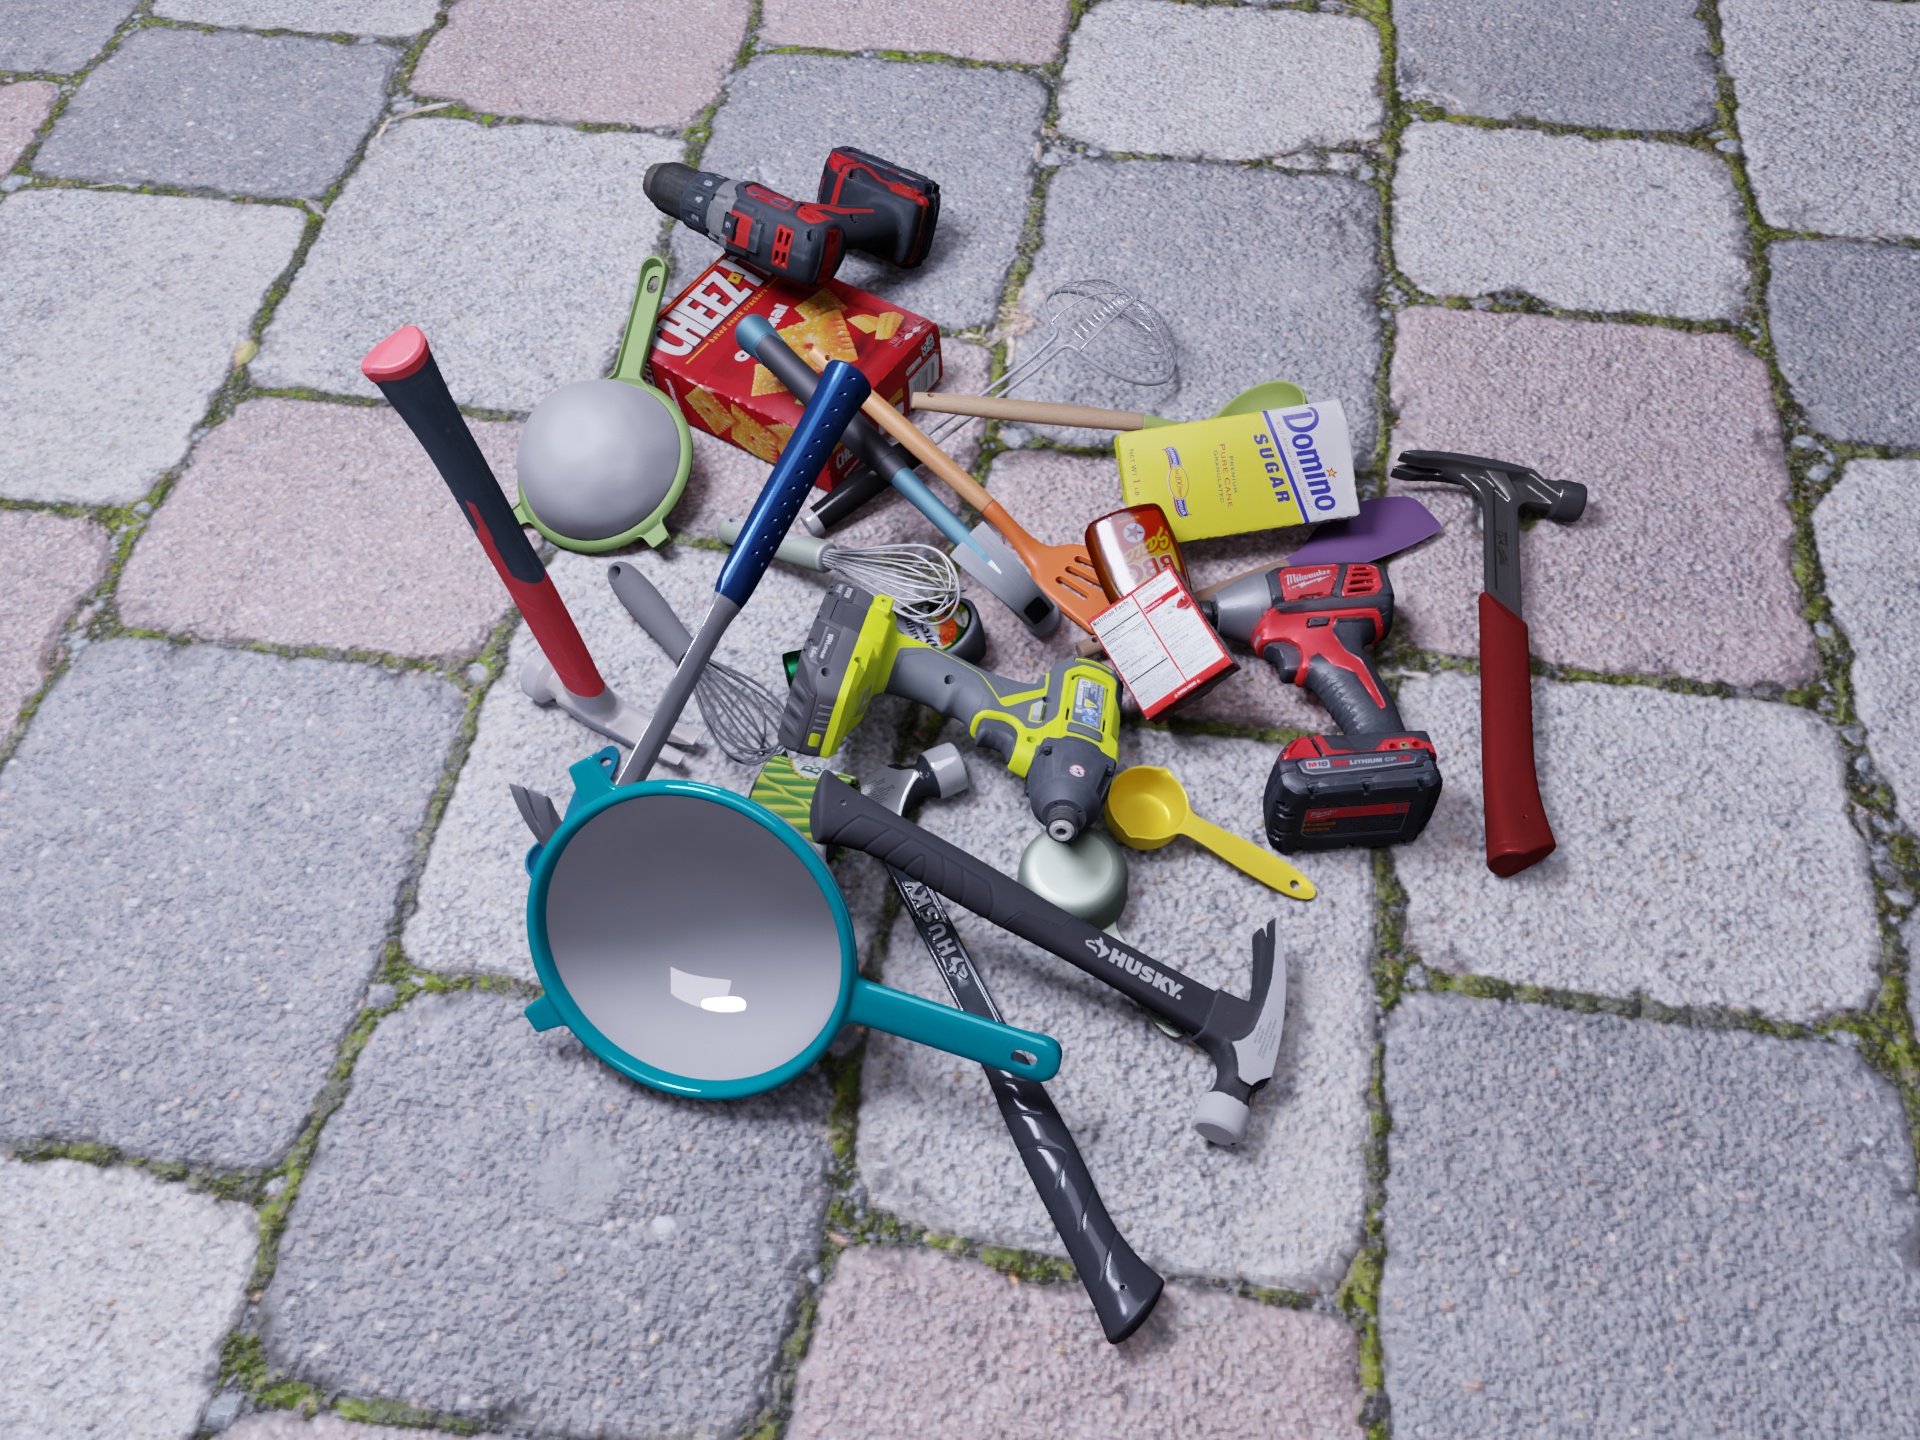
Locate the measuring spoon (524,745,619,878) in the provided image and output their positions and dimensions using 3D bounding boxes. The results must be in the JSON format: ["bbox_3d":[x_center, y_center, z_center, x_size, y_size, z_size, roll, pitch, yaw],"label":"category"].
[{"bbox_3d":[-0.267,0.070,1.122,0.042,0.021,0.129,9,47,9],"label":"measuring spoon"}]

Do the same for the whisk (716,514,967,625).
[{"bbox_3d":[-0.095,-0.122,1.197,0.246,0.059,0.058,19,25,35],"label":"whisk"}]

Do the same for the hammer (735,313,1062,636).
[{"bbox_3d":[-0.053,-0.190,1.192,0.033,0.128,0.331,-45,74,4],"label":"hammer"}]

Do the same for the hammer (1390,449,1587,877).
[{"bbox_3d":[0.389,-0.052,1.165,0.149,0.036,0.359,10,57,1],"label":"hammer"}]

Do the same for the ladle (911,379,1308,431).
[{"bbox_3d":[0.122,-0.250,1.270,0.320,0.062,0.078,4,45,-9],"label":"ladle"}]

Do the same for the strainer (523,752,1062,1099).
[{"bbox_3d":[-0.095,0.143,0.993,0.340,0.211,0.095,17,20,5],"label":"strainer"}]

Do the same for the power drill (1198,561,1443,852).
[{"bbox_3d":[0.252,-0.020,1.131,0.143,0.078,0.220,-4,53,-1],"label":"power drill"}]

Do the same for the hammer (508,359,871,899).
[{"bbox_3d":[-0.166,-0.074,1.081,0.035,0.143,0.406,14,70,33],"label":"hammer"}]

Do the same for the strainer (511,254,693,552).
[{"bbox_3d":[-0.281,-0.263,1.263,0.151,0.069,0.256,9,78,15],"label":"strainer"}]

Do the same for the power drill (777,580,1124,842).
[{"bbox_3d":[-0.002,-0.003,1.079,0.223,0.080,0.171,18,36,-3],"label":"power drill"}]

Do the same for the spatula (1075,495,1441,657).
[{"bbox_3d":[0.229,-0.111,1.226,0.316,0.018,0.060,-23,54,-15],"label":"spatula"}]

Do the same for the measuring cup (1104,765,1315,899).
[{"bbox_3d":[0.170,0.086,1.095,0.156,0.029,0.062,29,61,6],"label":"measuring cup"}]

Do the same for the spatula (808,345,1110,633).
[{"bbox_3d":[0.007,-0.188,1.239,0.322,0.041,0.081,42,64,2],"label":"spatula"}]

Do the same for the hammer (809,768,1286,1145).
[{"bbox_3d":[0.054,0.123,1.001,0.335,0.035,0.146,29,58,-1],"label":"hammer"}]

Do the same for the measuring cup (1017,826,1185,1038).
[{"bbox_3d":[0.098,0.136,1.047,0.083,0.038,0.168,-26,57,-16],"label":"measuring cup"}]

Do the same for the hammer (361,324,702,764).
[{"bbox_3d":[-0.270,-0.096,1.007,0.143,0.386,0.038,24,65,18],"label":"hammer"}]

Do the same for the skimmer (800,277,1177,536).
[{"bbox_3d":[0.024,-0.250,1.321,0.363,0.090,0.127,-37,70,-10],"label":"skimmer"}]

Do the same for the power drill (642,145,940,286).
[{"bbox_3d":[-0.142,-0.440,1.367,0.188,0.080,0.227,28,33,19],"label":"power drill"}]

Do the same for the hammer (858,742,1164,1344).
[{"bbox_3d":[0.012,0.197,1.012,0.149,0.036,0.409,-22,58,-12],"label":"hammer"}]

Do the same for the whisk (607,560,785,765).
[{"bbox_3d":[-0.200,-0.049,1.181,0.055,0.055,0.239,-32,57,-19],"label":"whisk"}]
